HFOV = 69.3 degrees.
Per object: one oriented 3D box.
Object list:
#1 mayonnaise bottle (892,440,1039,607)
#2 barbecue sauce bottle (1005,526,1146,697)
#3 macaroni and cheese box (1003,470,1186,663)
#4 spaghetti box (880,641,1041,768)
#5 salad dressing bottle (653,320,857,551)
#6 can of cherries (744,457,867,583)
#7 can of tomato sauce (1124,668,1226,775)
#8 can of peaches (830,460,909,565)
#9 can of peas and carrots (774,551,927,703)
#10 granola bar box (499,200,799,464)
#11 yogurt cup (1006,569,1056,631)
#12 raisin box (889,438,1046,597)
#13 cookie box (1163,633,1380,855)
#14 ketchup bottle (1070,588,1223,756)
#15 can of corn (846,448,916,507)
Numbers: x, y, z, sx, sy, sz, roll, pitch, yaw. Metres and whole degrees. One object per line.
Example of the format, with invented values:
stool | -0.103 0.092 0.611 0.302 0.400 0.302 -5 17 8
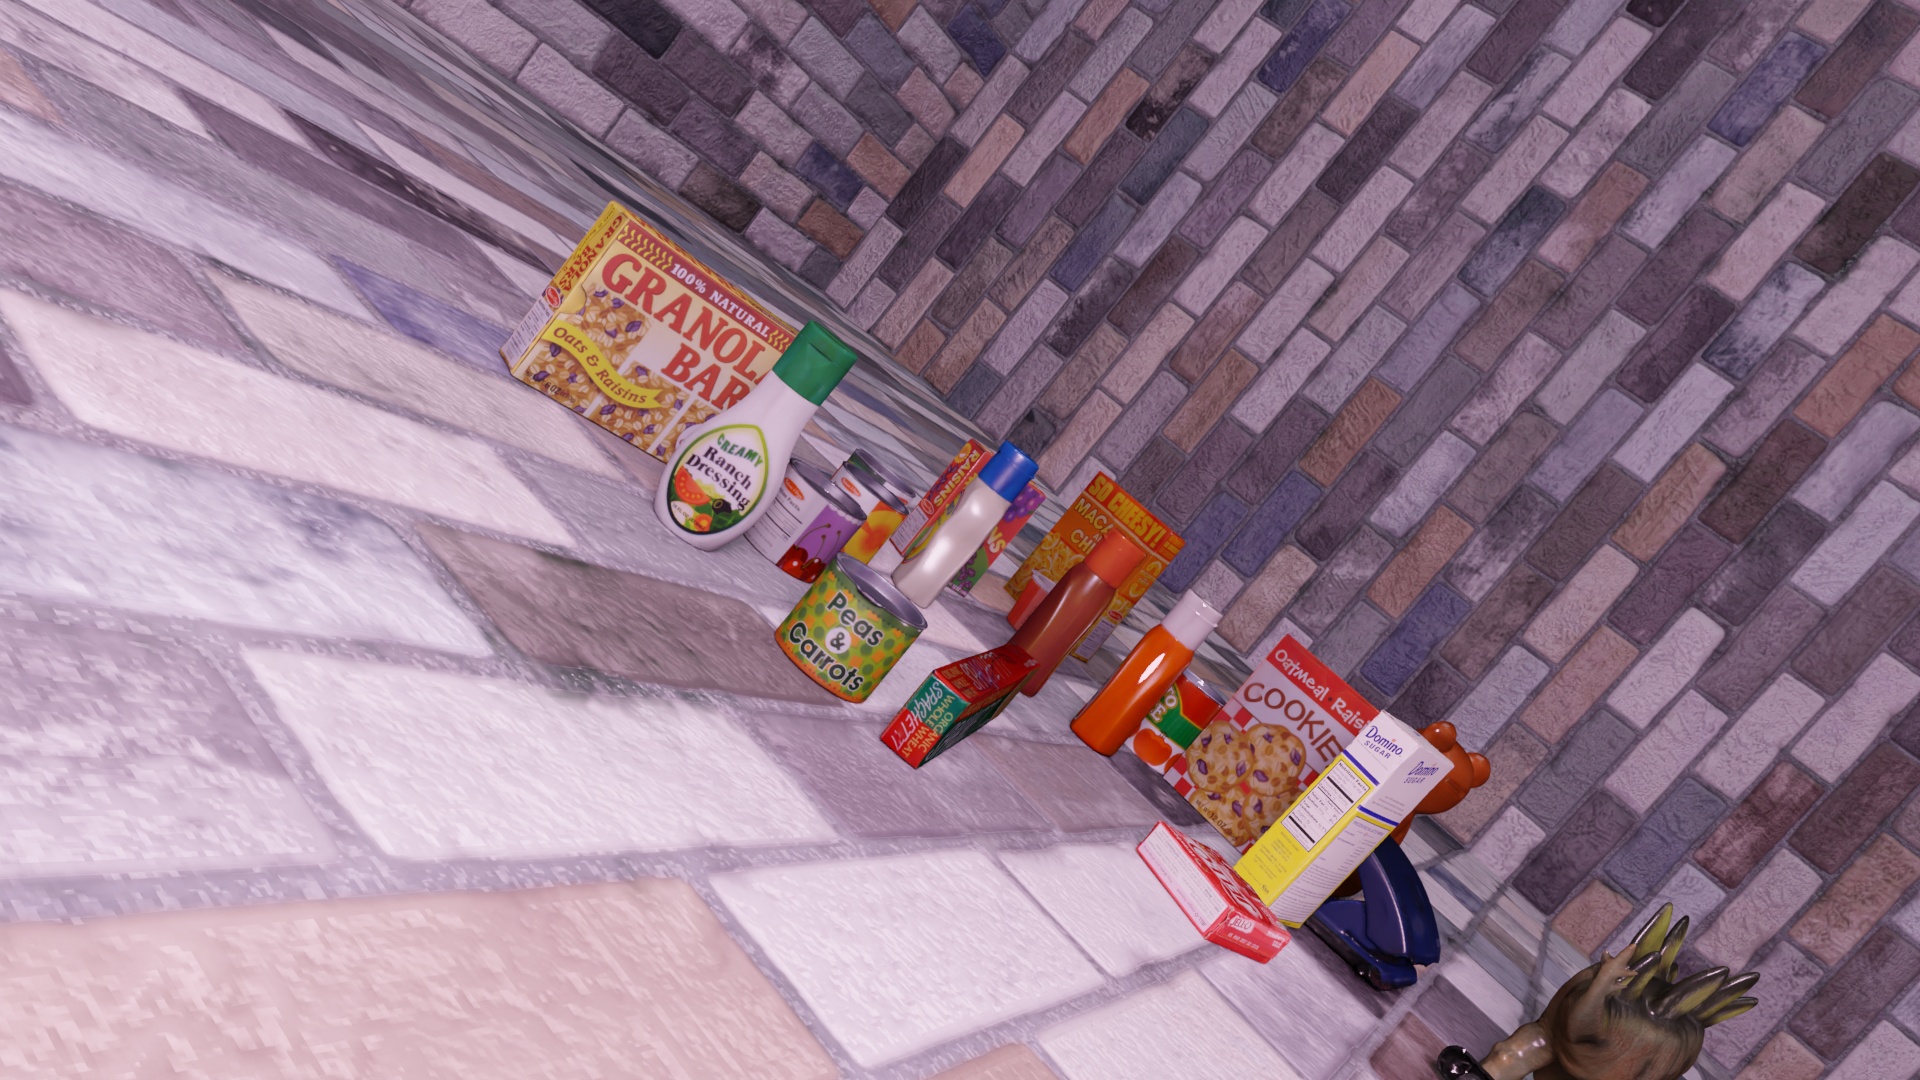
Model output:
mayonnaise bottle | 0.004 -0.014 1.132 0.041 0.148 0.065 38 7 -9
barbecue sauce bottle | 0.089 0.056 1.124 0.043 0.148 0.065 38 7 -9
macaroni and cheese box | 0.141 0.027 1.477 0.124 0.166 0.040 45 9 38
spaghetti box | 0.006 0.097 0.861 0.029 0.050 0.250 40 8 10
salad dressing bottle | -0.120 -0.063 0.823 0.064 0.147 0.044 39 7 -4
can of cherries | -0.105 -0.012 0.941 0.071 0.058 0.071 38 7 -6
can of tomato sauce | 0.188 0.158 1.245 0.071 0.083 0.071 39 7 -6
can of peaches | -0.082 -0.019 1.092 0.071 0.058 0.071 38 7 -6
can of peas and carrots | -0.062 0.050 0.780 0.071 0.058 0.071 38 7 -6
granola bar box | -0.195 -0.124 0.915 0.165 0.124 0.039 33 9 -41
yogurt cup | 0.082 0.073 1.356 0.072 0.054 0.072 38 7 -6
raisin box | 0.007 -0.021 1.281 0.086 0.123 0.040 35 8 -31
cookie box | 0.275 0.184 1.189 0.123 0.167 0.040 43 8 30
ketchup bottle | 0.153 0.107 1.127 0.043 0.148 0.065 42 7 18
can of corn | -0.083 -0.038 1.196 0.071 0.058 0.071 38 7 -6
